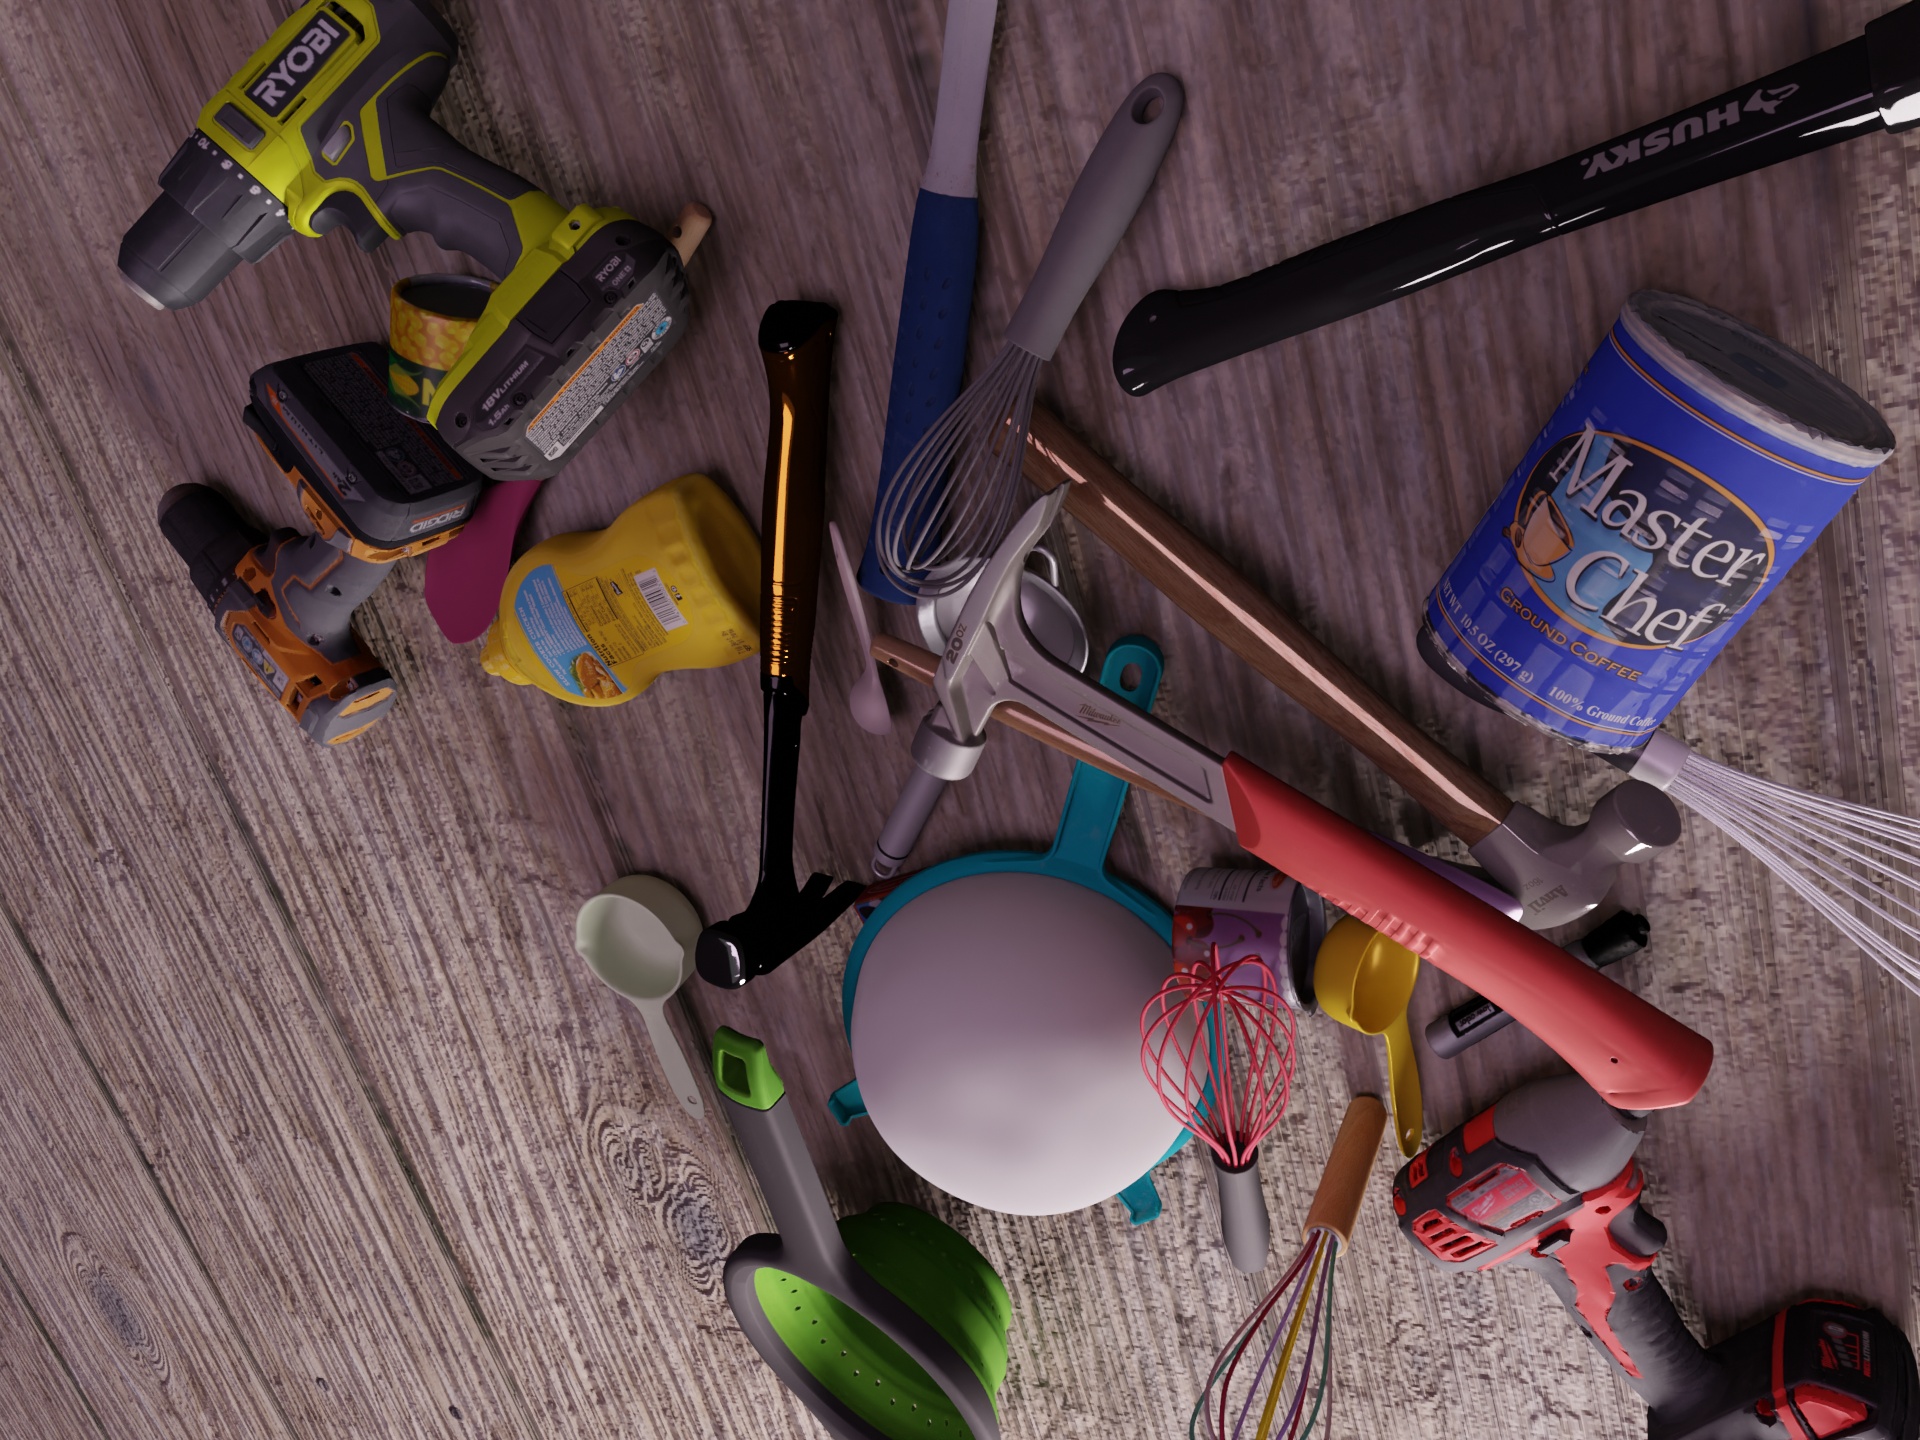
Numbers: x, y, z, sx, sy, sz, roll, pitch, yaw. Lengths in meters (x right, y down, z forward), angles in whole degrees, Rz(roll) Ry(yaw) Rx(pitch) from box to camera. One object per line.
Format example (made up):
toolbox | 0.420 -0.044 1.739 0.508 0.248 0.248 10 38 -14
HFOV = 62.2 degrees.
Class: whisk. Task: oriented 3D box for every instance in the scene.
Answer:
whisk | 0.133 0.203 0.779 0.073 0.073 0.295 10 142 22
whisk | 0.031 -0.158 0.671 0.055 0.055 0.239 31 107 9
whisk | 0.158 0.254 0.723 0.051 0.245 0.047 -14 108 32
whisk | 0.315 0.033 0.649 0.285 0.070 0.070 31 125 15

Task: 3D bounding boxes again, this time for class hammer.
hammer | 0.001 -0.235 0.678 0.144 0.035 0.405 19 122 17
hammer | 0.143 -0.028 0.702 0.331 0.031 0.130 41 146 8
hammer | -0.083 -0.038 0.800 0.034 0.127 0.336 13 110 22
hammer | 0.154 0.045 0.676 0.359 0.037 0.149 31 121 9
hammer | 0.198 -0.177 0.572 0.335 0.146 0.035 -12 146 39

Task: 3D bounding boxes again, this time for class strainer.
strainer | 0.042 0.124 0.793 0.211 0.095 0.340 17 116 7
strainer | -0.001 -0.003 0.799 0.087 0.050 0.258 28 130 1

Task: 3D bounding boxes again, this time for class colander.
colander | -0.053 0.295 0.912 0.205 0.094 0.396 14 133 34

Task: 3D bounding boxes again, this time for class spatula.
spatula | 0.099 0.030 0.727 0.316 0.018 0.059 26 140 11

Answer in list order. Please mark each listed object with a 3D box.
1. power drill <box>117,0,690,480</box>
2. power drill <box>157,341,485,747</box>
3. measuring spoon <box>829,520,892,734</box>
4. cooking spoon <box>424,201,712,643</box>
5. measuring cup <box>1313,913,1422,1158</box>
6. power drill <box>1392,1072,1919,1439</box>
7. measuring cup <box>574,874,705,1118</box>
power drill | -0.260 -0.218 0.738 0.228 0.080 0.190 41 87 7
power drill | -0.377 -0.114 0.909 0.185 0.084 0.226 48 131 7
measuring spoon | -0.056 -0.044 0.796 0.018 0.034 0.124 -18 125 -9
cooking spoon | -0.214 -0.149 0.842 0.318 0.017 0.069 -45 71 36
measuring cup | 0.204 0.157 0.779 0.029 0.062 0.156 18 137 43
power drill | 0.329 0.262 0.750 0.220 0.078 0.143 43 126 5
measuring cup | -0.180 0.169 0.981 0.083 0.038 0.167 -3 115 28
